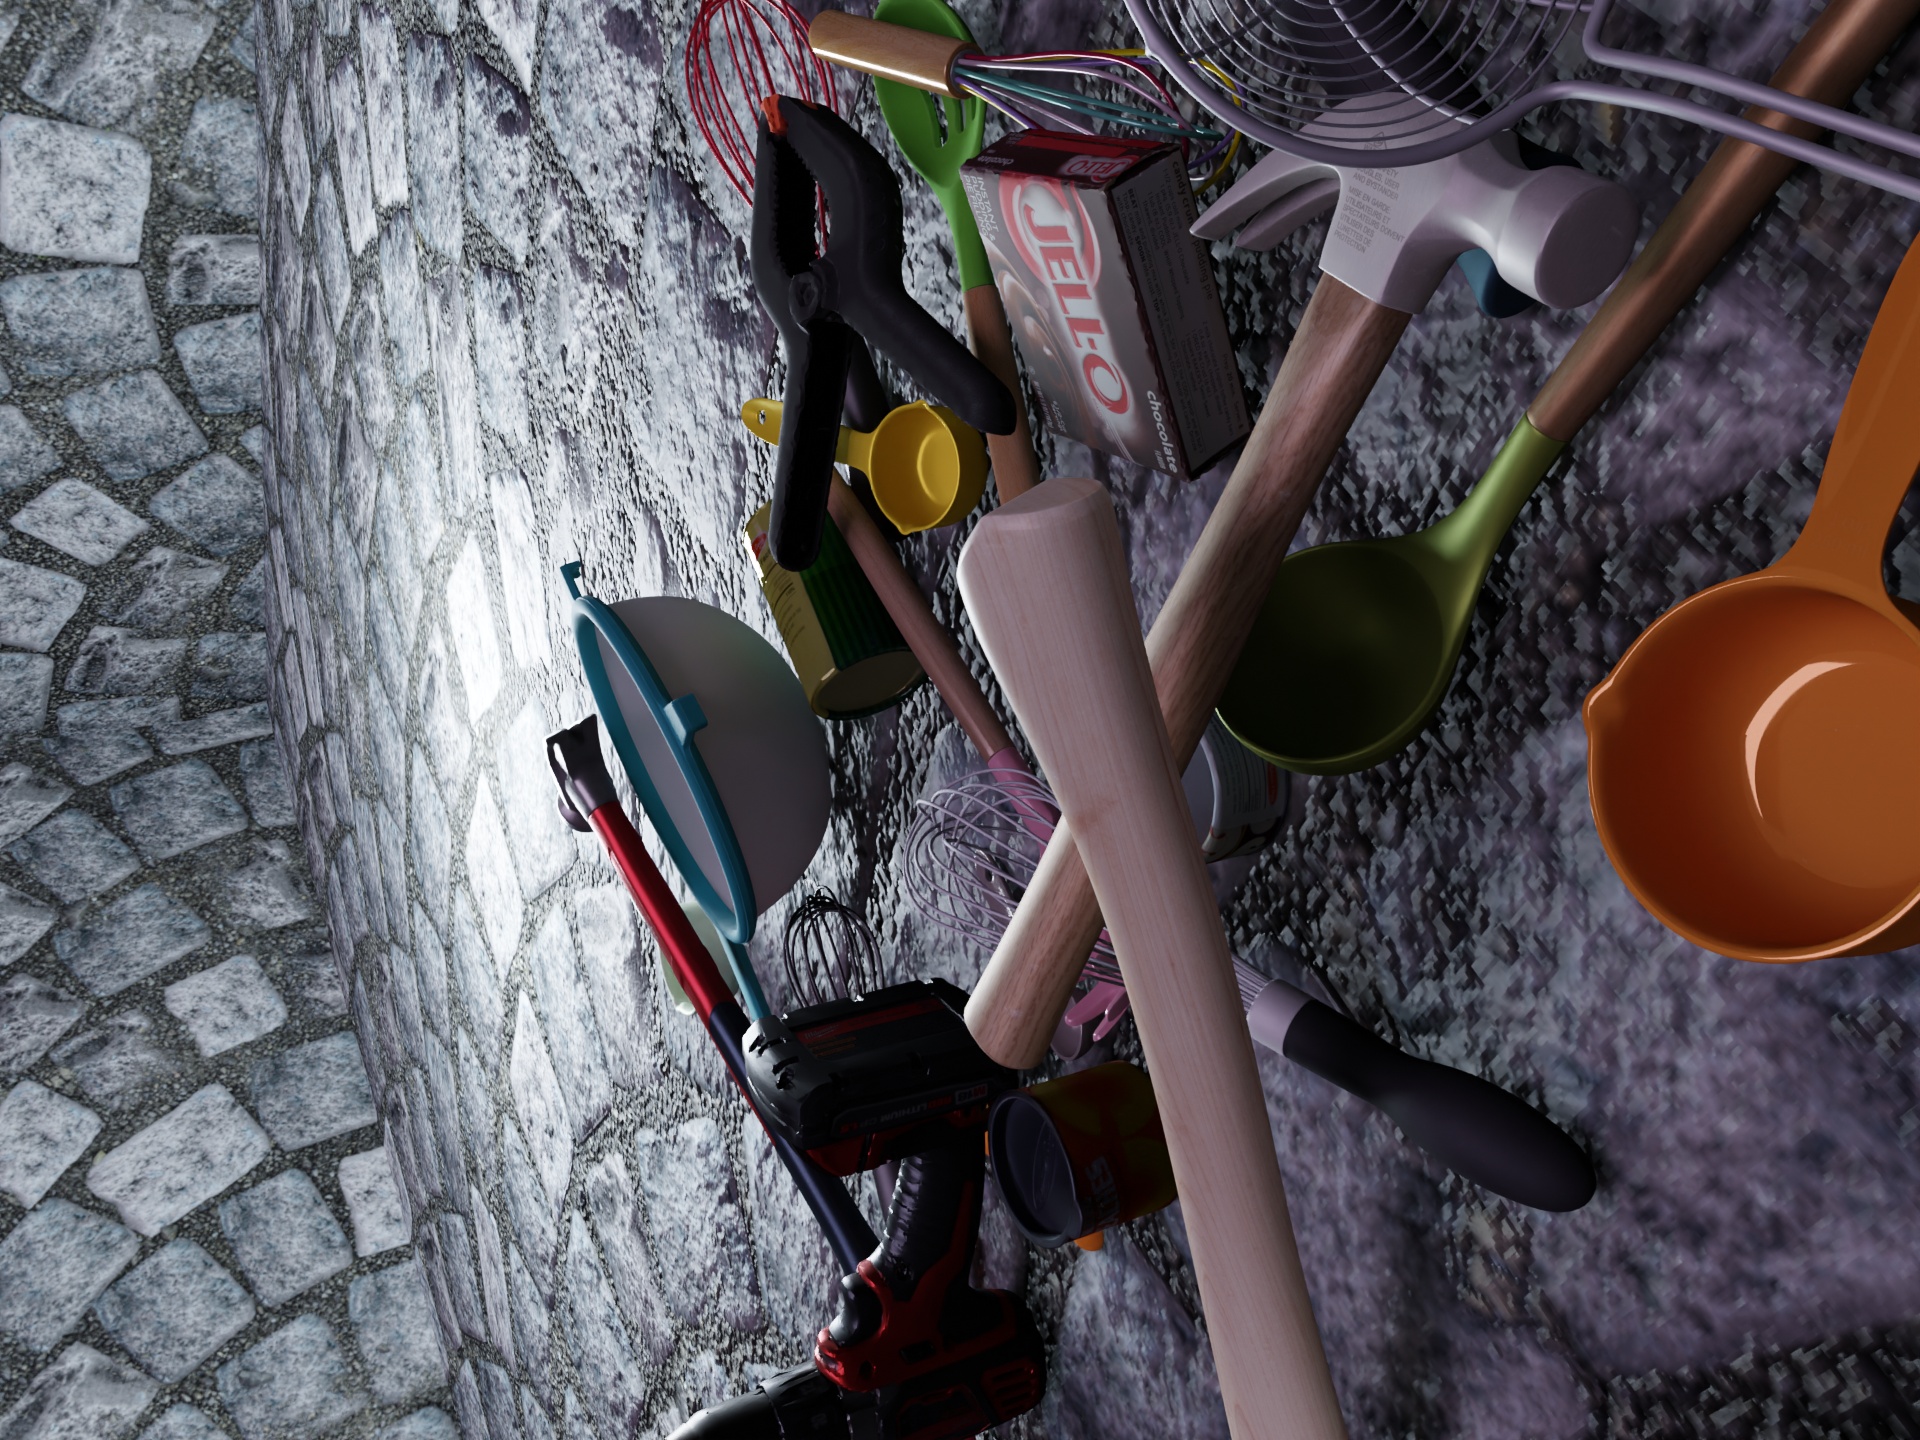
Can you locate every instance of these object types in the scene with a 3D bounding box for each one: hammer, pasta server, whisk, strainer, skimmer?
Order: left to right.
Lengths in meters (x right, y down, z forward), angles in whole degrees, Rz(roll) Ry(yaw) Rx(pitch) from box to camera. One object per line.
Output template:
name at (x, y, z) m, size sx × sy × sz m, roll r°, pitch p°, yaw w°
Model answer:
hammer at (-0.134, 0.173, 0.916) m, size 0.386 × 0.038 × 0.143 m, roll 57°, pitch 161°, yaw 13°
strainer at (-0.119, 0.062, 0.930) m, size 0.211 × 0.095 × 0.340 m, roll 42°, pitch 153°, yaw 48°
whisk at (-0.072, -0.230, 0.784) m, size 0.073 × 0.073 × 0.296 m, roll -17°, pitch 90°, yaw 60°
whisk at (-0.046, 0.206, 0.872) m, size 0.055 × 0.055 × 0.239 m, roll -29°, pitch 77°, yaw 59°
pasta server at (-0.001, -0.002, 0.715) m, size 0.316 × 0.040 × 0.060 m, roll 58°, pitch 155°, yaw 26°
whisk at (0.014, -0.242, 0.611) m, size 0.245 × 0.051 × 0.047 m, roll 35°, pitch 136°, yaw 41°
hammer at (0.071, -0.026, 0.491) m, size 0.130 × 0.031 × 0.331 m, roll 54°, pitch 130°, yaw 46°
whisk at (0.087, 0.088, 0.557) m, size 0.285 × 0.070 × 0.070 m, roll 27°, pitch 122°, yaw 37°
hammer at (0.085, 0.125, 0.480) m, size 0.146 × 0.038 × 0.410 m, roll 4°, pitch 119°, yaw 43°
hammer at (0.095, -0.258, 0.506) m, size 0.331 × 0.033 × 0.128 m, roll 64°, pitch 146°, yaw 26°
skimmer at (0.178, -0.125, 0.301) m, size 0.127 × 0.090 × 0.364 m, roll -50°, pitch 55°, yaw 0°

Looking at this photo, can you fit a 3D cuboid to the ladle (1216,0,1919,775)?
ladle at (0.161, -0.099, 0.416) m, size 0.320 × 0.062 × 0.078 m, roll -62°, pitch 39°, yaw 43°

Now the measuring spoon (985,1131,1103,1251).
measuring spoon at (0.032, 0.221, 0.769) m, size 0.117 × 0.011 × 0.021 m, roll 27°, pitch 121°, yaw 55°

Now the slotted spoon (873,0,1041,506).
slotted spoon at (0.013, -0.159, 0.684) m, size 0.070 × 0.031 × 0.314 m, roll -13°, pitch 89°, yaw 56°

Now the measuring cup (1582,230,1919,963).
measuring cup at (0.210, -0.028, 0.362) m, size 0.095 × 0.052 × 0.173 m, roll 30°, pitch 108°, yaw 53°

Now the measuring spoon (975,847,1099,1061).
measuring spoon at (0.035, 0.103, 0.734) m, size 0.124 × 0.018 × 0.034 m, roll -119°, pitch 35°, yaw -42°

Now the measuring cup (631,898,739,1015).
measuring cup at (-0.198, 0.142, 1.121) m, size 0.168 × 0.038 × 0.083 m, roll 41°, pitch 132°, yaw 51°

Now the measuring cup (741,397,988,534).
measuring cup at (-0.047, -0.132, 0.758) m, size 0.157 × 0.029 × 0.062 m, roll 25°, pitch 115°, yaw 39°

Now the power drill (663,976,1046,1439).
power drill at (-0.052, 0.250, 0.738) m, size 0.080 × 0.188 × 0.226 m, roll 27°, pitch 123°, yaw 61°

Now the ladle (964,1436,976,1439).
ladle at (-0.002, 0.315, 0.833) m, size 0.069 × 0.031 × 0.315 m, roll 0°, pitch 96°, yaw 29°
